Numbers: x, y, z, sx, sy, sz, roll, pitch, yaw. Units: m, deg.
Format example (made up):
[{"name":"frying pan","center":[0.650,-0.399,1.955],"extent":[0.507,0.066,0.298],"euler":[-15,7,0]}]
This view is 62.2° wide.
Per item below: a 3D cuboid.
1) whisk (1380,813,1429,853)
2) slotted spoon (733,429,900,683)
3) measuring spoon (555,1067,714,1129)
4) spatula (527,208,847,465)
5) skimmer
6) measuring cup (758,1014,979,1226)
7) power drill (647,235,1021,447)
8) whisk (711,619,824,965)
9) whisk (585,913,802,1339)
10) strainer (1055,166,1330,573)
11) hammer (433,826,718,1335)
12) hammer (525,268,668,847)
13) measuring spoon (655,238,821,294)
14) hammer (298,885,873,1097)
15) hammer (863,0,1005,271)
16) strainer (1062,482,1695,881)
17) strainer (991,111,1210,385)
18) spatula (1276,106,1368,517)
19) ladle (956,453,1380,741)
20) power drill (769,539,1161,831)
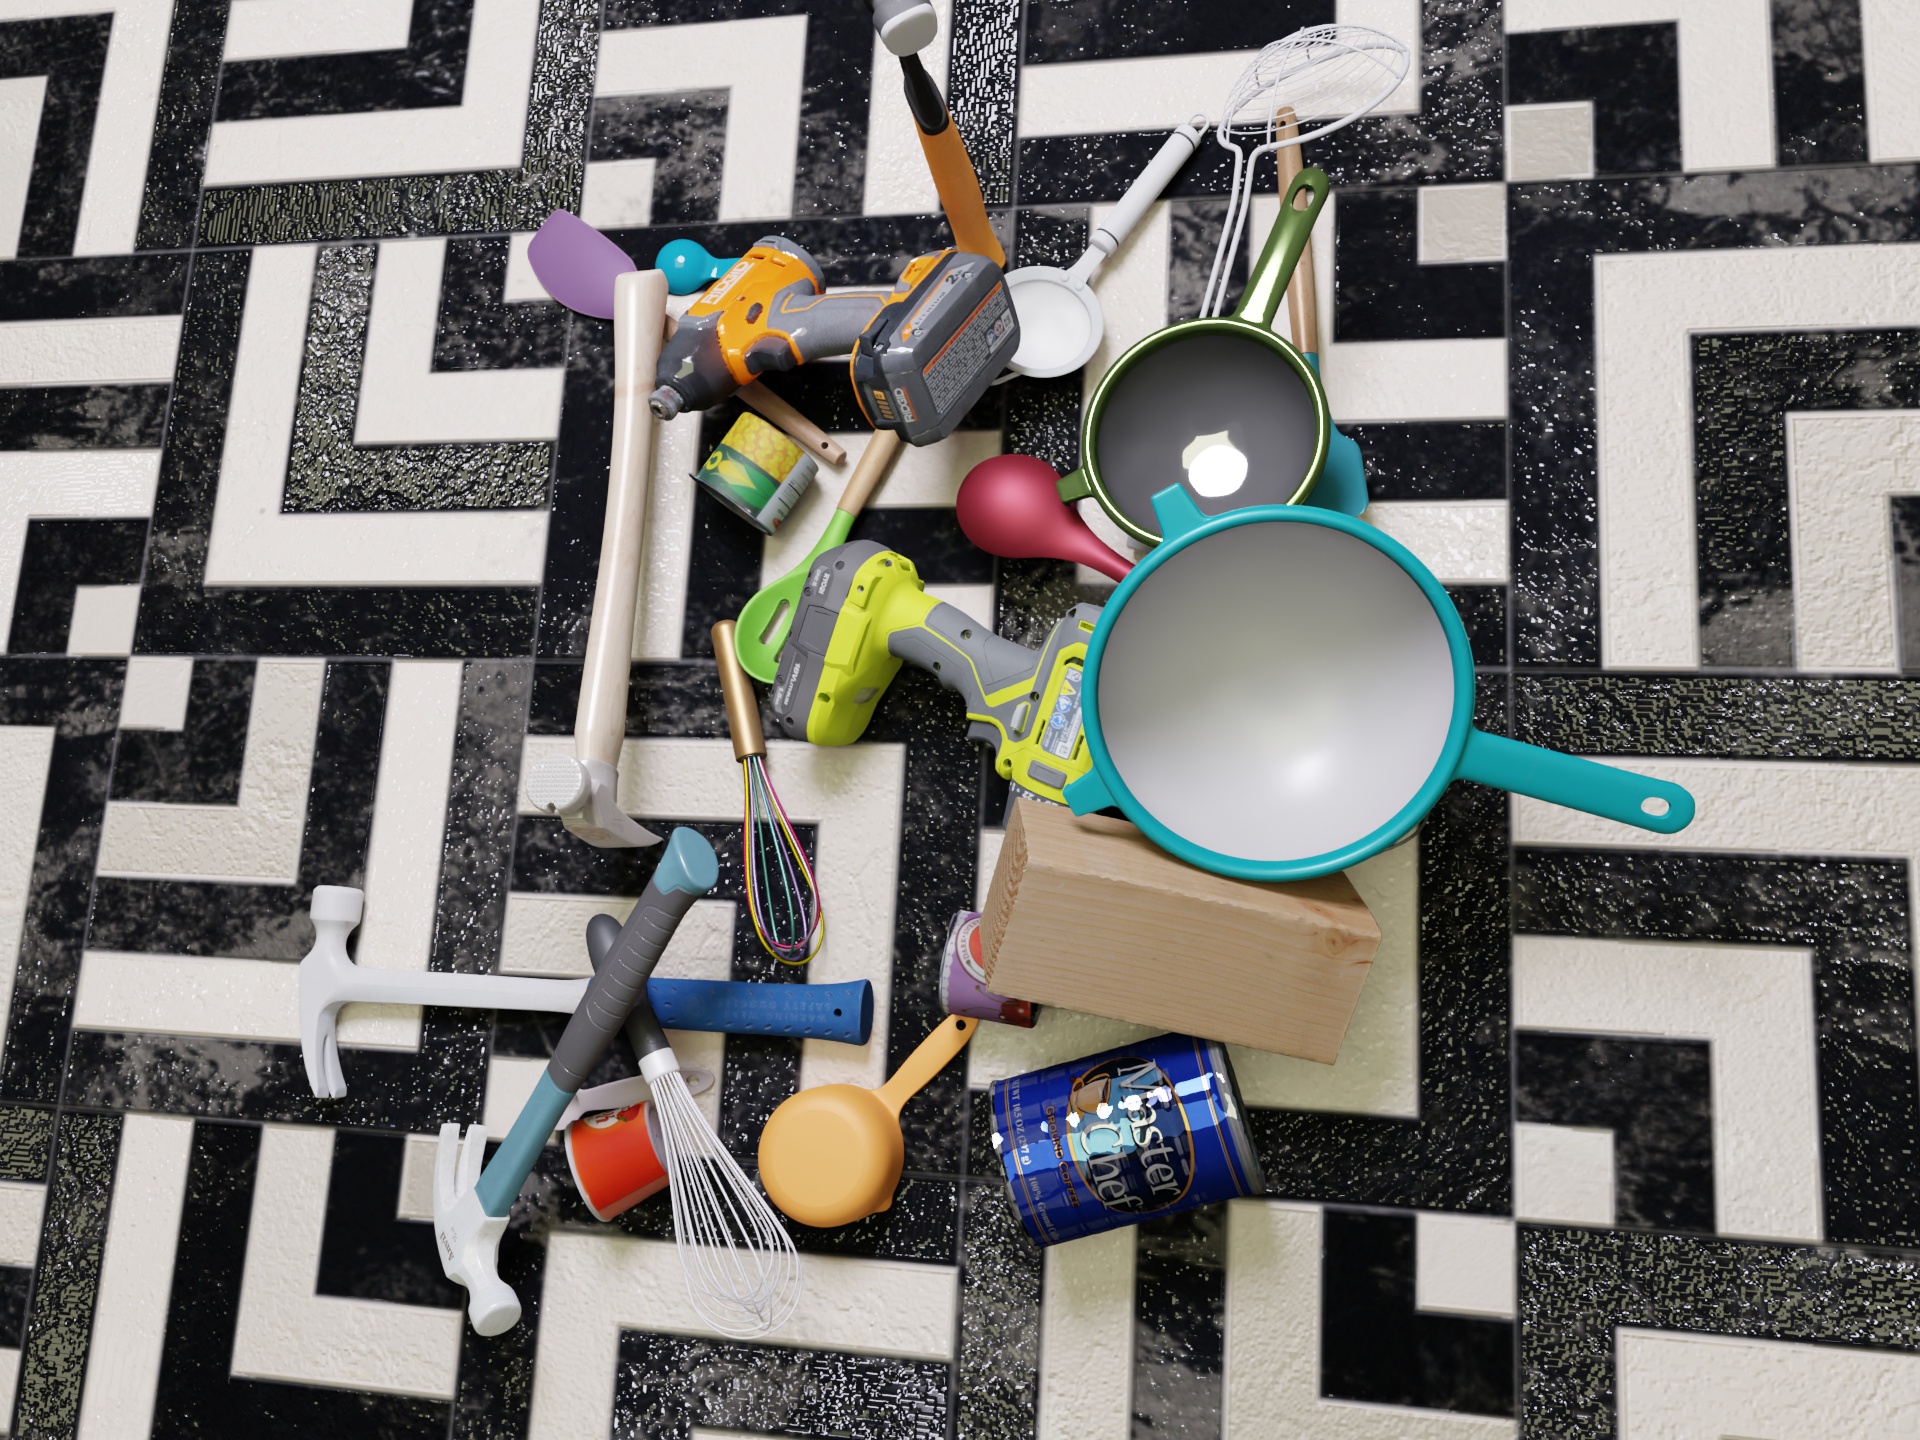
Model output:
[{"name":"whisk","center":[0.175,0.088,0.991],"extent":[0.239,0.055,0.055],"euler":[-22,75,11]},{"name":"slotted spoon","center":[-0.065,-0.164,1.101],"extent":[0.070,0.031,0.314],"euler":[26,83,10]},{"name":"measuring spoon","center":[-0.223,0.247,1.059],"extent":[0.124,0.018,0.034],"euler":[-10,95,3]},{"name":"spatula","center":[-0.202,-0.274,1.155],"extent":[0.316,0.018,0.060],"euler":[38,93,17]},{"name":"skimmer","center":[0.191,-0.281,1.047],"extent":[0.127,0.090,0.363],"euler":[25,102,51]},{"name":"measuring cup","center":[-0.054,0.244,1.001],"extent":[0.173,0.052,0.095],"euler":[-46,74,2]},{"name":"power drill","center":[-0.093,-0.244,1.045],"extent":[0.227,0.084,0.164],"euler":[15,56,34]},{"name":"whisk","center":[-0.134,0.046,1.070],"extent":[0.047,0.051,0.245],"euler":[-10,72,-12]},{"name":"whisk","center":[-0.174,0.245,0.992],"extent":[0.070,0.070,0.285],"euler":[-29,69,5]},{"name":"strainer","center":[0.175,-0.216,0.990],"extent":[0.151,0.069,0.256],"euler":[22,85,20]},{"name":"hammer","center":[-0.239,0.212,0.985],"extent":[0.128,0.033,0.331],"euler":[44,108,42]},{"name":"hammer","center":[-0.228,-0.118,1.086],"extent":[0.038,0.146,0.411],"euler":[-2,72,11]},{"name":"measuring spoon","center":[-0.164,-0.332,1.156],"extent":[0.128,0.021,0.042],"euler":[5,80,14]},{"name":"hammer","center":[-0.258,0.191,1.065],"extent":[0.405,0.035,0.144],"euler":[1,79,12]},{"name":"hammer","center":[-0.020,-0.369,0.970],"extent":[0.034,0.336,0.127],"euler":[-25,73,5]},{"name":"strainer","center":[0.237,-0.005,0.902],"extent":[0.340,0.095,0.211],"euler":[16,106,1]},{"name":"strainer","center":[0.095,-0.320,1.092],"extent":[0.087,0.050,0.258],"euler":[36,82,10]},{"name":"spatula","center":[0.224,-0.268,1.051],"extent":[0.082,0.044,0.318],"euler":[-12,73,36]},{"name":"ladle","center":[0.126,-0.074,0.985],"extent":[0.315,0.031,0.069],"euler":[34,90,15]},{"name":"power drill","center":[-0.002,-0.003,1.005],"extent":[0.229,0.080,0.190],"euler":[23,101,23]}]
